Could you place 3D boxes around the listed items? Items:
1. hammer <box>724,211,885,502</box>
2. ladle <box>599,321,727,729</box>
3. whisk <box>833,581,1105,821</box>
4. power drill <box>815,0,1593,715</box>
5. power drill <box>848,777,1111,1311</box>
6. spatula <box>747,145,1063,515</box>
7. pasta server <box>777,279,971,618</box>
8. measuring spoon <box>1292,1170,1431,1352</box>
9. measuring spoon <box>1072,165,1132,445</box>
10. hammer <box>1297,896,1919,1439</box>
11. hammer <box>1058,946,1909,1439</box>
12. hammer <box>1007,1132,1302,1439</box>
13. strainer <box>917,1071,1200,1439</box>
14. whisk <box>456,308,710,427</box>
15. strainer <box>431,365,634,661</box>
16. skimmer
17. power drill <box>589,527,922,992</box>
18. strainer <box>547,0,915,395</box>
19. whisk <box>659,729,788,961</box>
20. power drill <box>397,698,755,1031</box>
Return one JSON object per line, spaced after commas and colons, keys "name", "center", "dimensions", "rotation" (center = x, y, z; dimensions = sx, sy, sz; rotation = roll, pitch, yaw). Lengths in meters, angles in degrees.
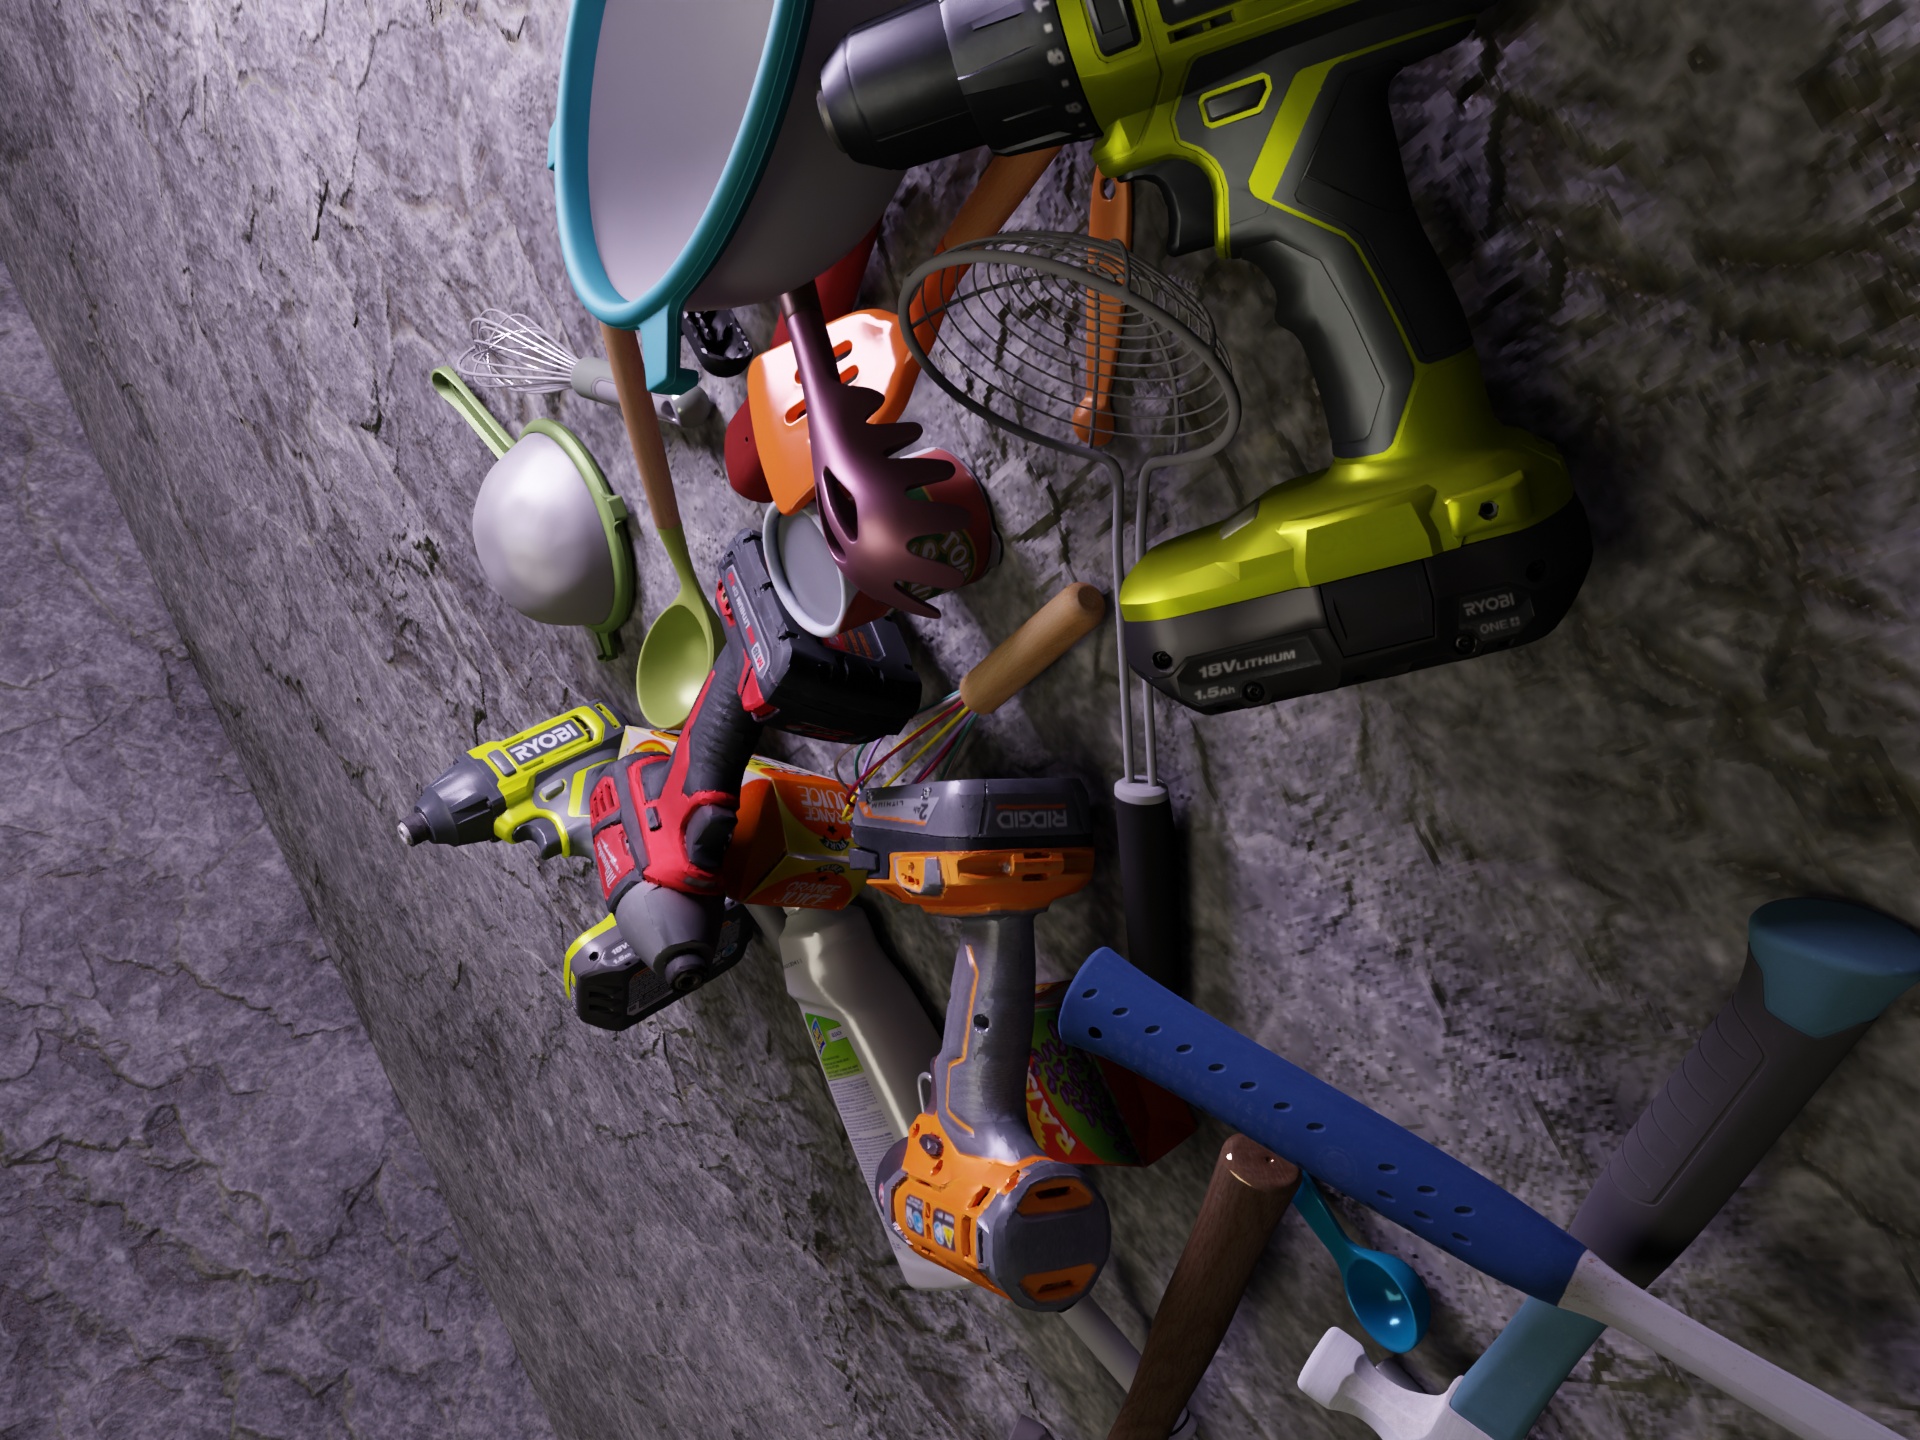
{"name": "hammer", "center": [-0.043, -0.213, 0.684], "dimensions": [0.149, 0.036, 0.359], "rotation": [54, 146, 18]}
{"name": "ladle", "center": [-0.179, -0.127, 0.880], "dimensions": [0.078, 0.062, 0.319], "rotation": [42, 150, 43]}
{"name": "whisk", "center": [-0.002, -0.001, 0.759], "dimensions": [0.051, 0.047, 0.245], "rotation": [62, 145, 8]}
{"name": "power drill", "center": [0.075, -0.125, 0.459], "dimensions": [0.190, 0.080, 0.228], "rotation": [-14, 106, 17]}
{"name": "power drill", "center": [0.000, 0.143, 0.747], "dimensions": [0.164, 0.084, 0.226], "rotation": [-10, 81, 61]}
{"name": "spatula", "center": [0.004, -0.189, 0.581], "dimensions": [0.322, 0.041, 0.081], "rotation": [-43, 55, 50]}
{"name": "pasta server", "center": [-0.060, -0.176, 0.628], "dimensions": [0.060, 0.040, 0.316], "rotation": [-54, 45, 49]}
{"name": "measuring spoon", "center": [0.162, 0.210, 0.689], "dimensions": [0.129, 0.021, 0.042], "rotation": [56, 148, 32]}
{"name": "measuring spoon", "center": [0.052, -0.158, 0.603], "dimensions": [0.021, 0.011, 0.116], "rotation": [35, 137, 39]}
{"name": "hammer", "center": [0.221, 0.181, 0.543], "dimensions": [0.128, 0.033, 0.330], "rotation": [32, 133, 23]}
{"name": "hammer", "center": [0.206, 0.178, 0.504], "dimensions": [0.406, 0.035, 0.144], "rotation": [27, 131, 29]}
{"name": "hammer", "center": [0.107, 0.312, 0.775], "dimensions": [0.130, 0.031, 0.331], "rotation": [23, 131, 14]}
{"name": "strainer", "center": [0.050, 0.299, 0.845], "dimensions": [0.258, 0.050, 0.087], "rotation": [50, 137, -4]}
{"name": "whisk", "center": [-0.227, -0.206, 0.950], "dimensions": [0.246, 0.059, 0.057], "rotation": [23, 141, 41]}
{"name": "strainer", "center": [-0.318, -0.158, 1.091], "dimensions": [0.257, 0.069, 0.151], "rotation": [47, 144, 24]}
{"name": "skimmer", "center": [0.053, -0.012, 0.623], "dimensions": [0.127, 0.090, 0.363], "rotation": [12, 123, 32]}
{"name": "power drill", "center": [-0.116, 0.026, 0.801], "dimensions": [0.219, 0.078, 0.143], "rotation": [-53, 41, 28]}
{"name": "strainer", "center": [-0.037, -0.283, 0.526], "dimensions": [0.340, 0.095, 0.211], "rotation": [-60, 40, 30]}
{"name": "whisk", "center": [-0.132, 0.102, 1.020], "dimensions": [0.239, 0.055, 0.055], "rotation": [52, 146, 12]}
{"name": "power drill", "center": [-0.259, 0.095, 1.083], "dimensions": [0.223, 0.171, 0.080], "rotation": [43, 143, 26]}
